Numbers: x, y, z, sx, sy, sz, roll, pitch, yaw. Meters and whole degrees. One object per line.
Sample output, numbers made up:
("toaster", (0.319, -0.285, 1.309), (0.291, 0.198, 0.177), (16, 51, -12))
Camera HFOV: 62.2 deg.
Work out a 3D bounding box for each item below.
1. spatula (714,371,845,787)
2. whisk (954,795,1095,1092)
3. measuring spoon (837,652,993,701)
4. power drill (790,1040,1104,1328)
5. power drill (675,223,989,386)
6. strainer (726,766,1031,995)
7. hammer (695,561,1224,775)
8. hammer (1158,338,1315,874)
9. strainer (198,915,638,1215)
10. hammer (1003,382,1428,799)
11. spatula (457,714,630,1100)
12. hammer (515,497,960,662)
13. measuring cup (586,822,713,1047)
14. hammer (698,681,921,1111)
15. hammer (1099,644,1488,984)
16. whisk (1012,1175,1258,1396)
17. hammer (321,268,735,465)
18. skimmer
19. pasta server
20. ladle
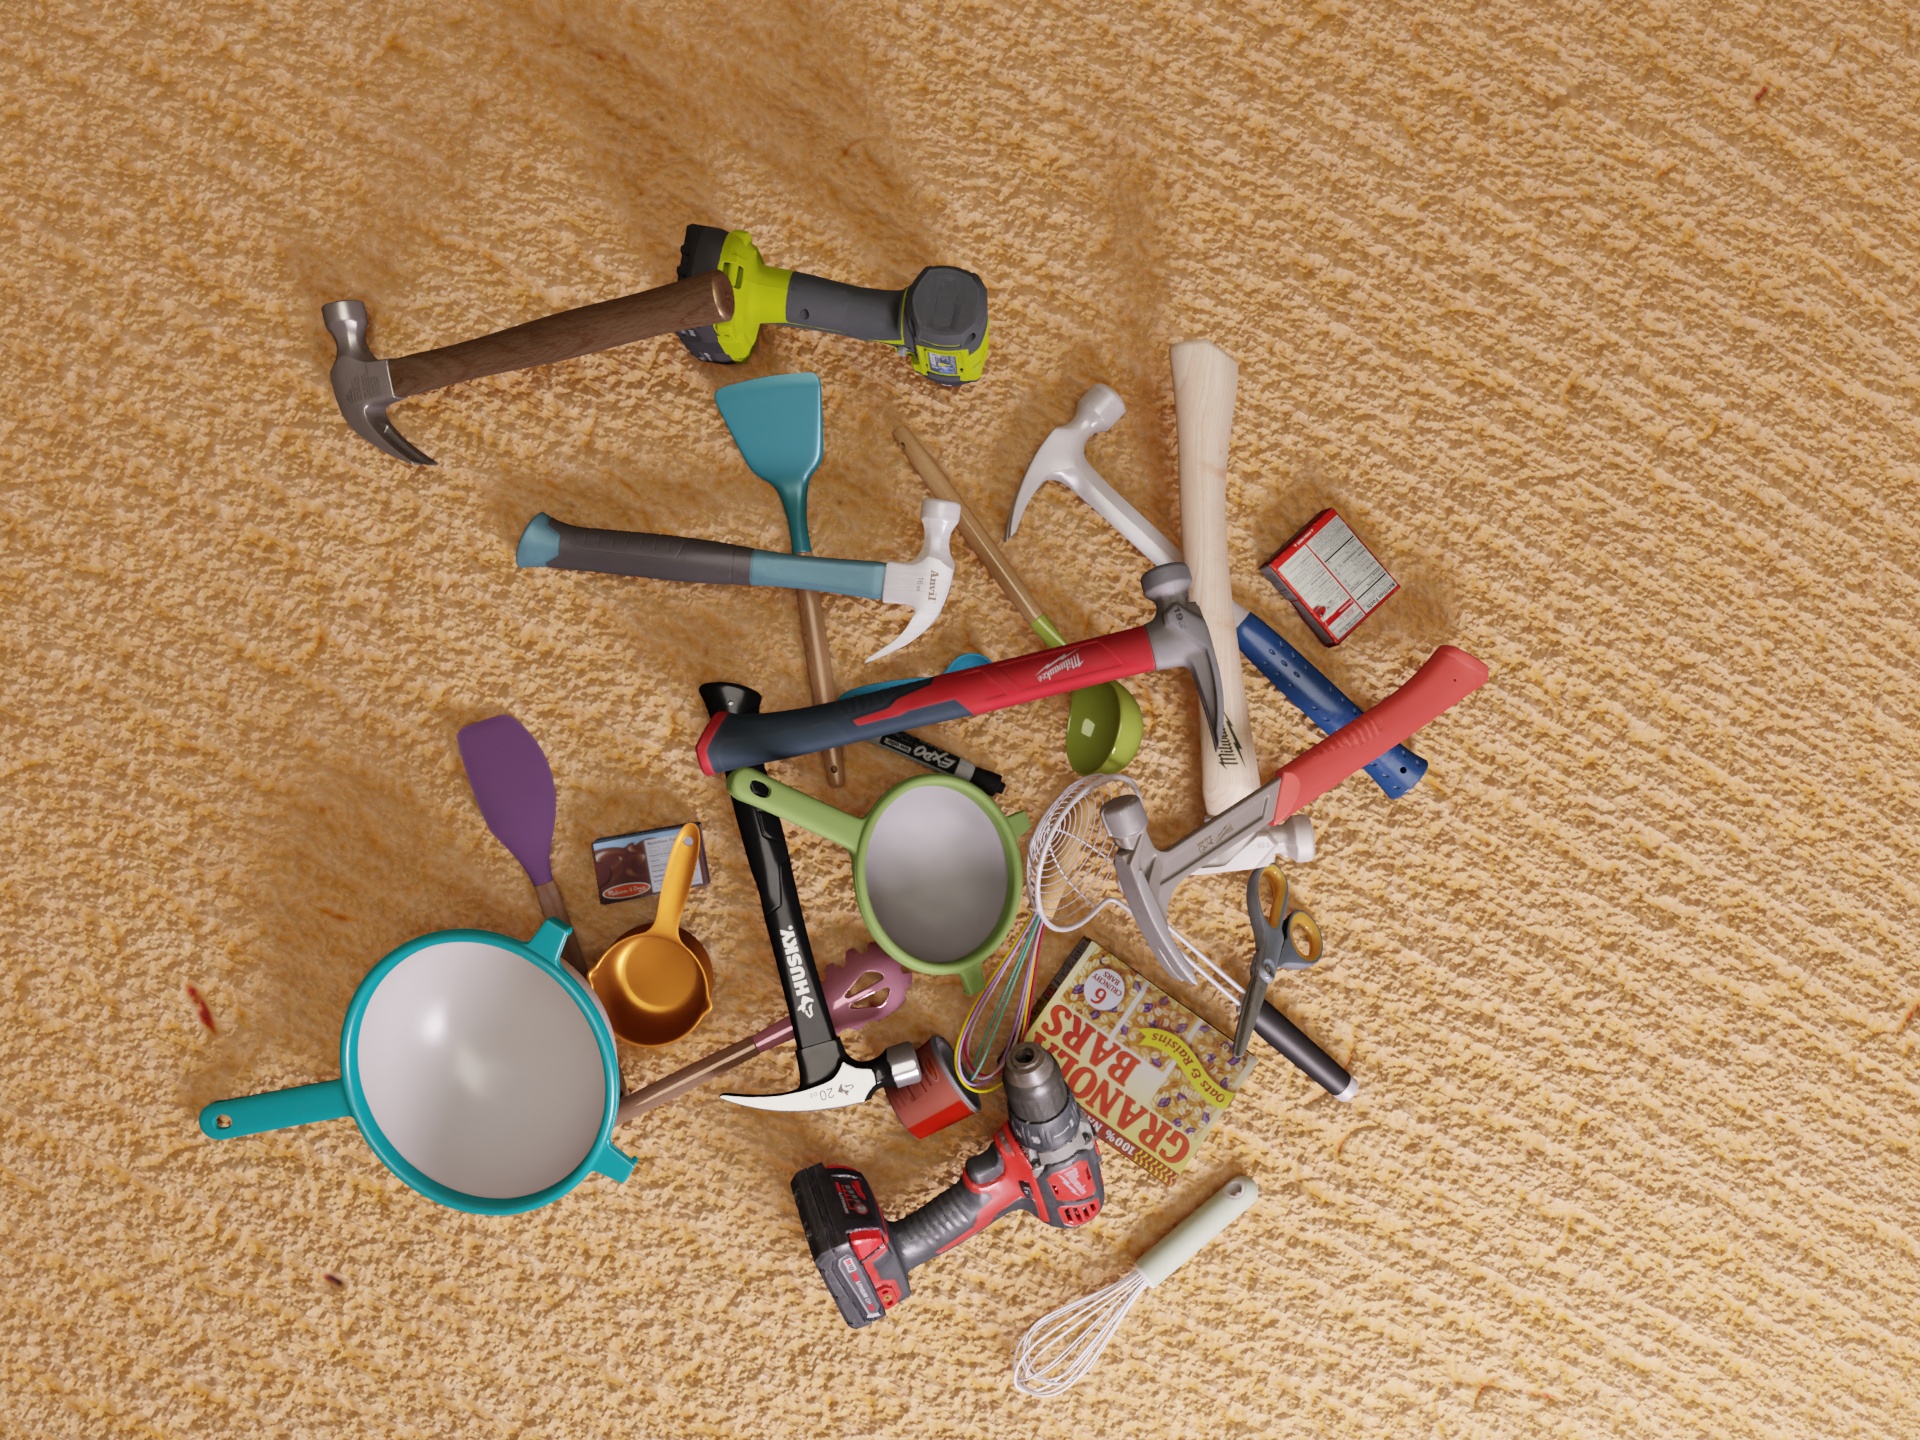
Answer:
("spatula", (-0.122, -0.104, 1.228), (0.082, 0.044, 0.317), (-9, 92, 3))
("whisk", (0.056, 0.172, 1.234), (0.047, 0.051, 0.245), (20, 74, 11))
("measuring spoon", (-0.033, -0.025, 1.254), (0.128, 0.021, 0.042), (-10, 91, 2))
("power drill", (-0.007, 0.339, 1.181), (0.226, 0.080, 0.187), (-22, 129, -7))
("power drill", (-0.090, -0.297, 1.182), (0.223, 0.171, 0.080), (10, 88, 2))
("strainer", (-0.072, 0.097, 1.190), (0.256, 0.069, 0.151), (27, 67, -26))
("hammer", (-0.002, -0.004, 1.172), (0.386, 0.038, 0.143), (-14, 76, 1))
("hammer", (0.185, -0.083, 1.228), (0.146, 0.038, 0.410), (-6, 99, 2))
("strainer", (-0.393, 0.256, 1.174), (0.340, 0.095, 0.211), (-13, 96, 14))
("hammer", (0.210, -0.081, 1.272), (0.405, 0.035, 0.144), (42, 84, -5))
("spatula", (-0.307, 0.147, 1.213), (0.060, 0.018, 0.316), (-19, 91, -19))
("hammer", (-0.170, -0.119, 1.202), (0.331, 0.033, 0.128), (6, 96, 2))
("measuring cup", (-0.219, 0.156, 1.196), (0.095, 0.052, 0.173), (15, 95, -2))
("hammer", (-0.144, 0.130, 1.199), (0.146, 0.035, 0.335), (-15, 81, -8))
("hammer", (0.271, 0.050, 1.213), (0.359, 0.037, 0.149), (-30, 105, -22))
("whisk", (0.139, 0.443, 1.254), (0.246, 0.058, 0.059), (-37, 128, -9))
("hammer", (-0.312, -0.267, 1.143), (0.331, 0.031, 0.130), (-8, 96, 20))
("skimmer", (0.191, 0.182, 1.217), (0.363, 0.090, 0.127), (41, 73, -13))
("pasta server", (-0.181, 0.258, 1.214), (0.316, 0.040, 0.060), (-26, 92, -7))
("ladle", (0.036, -0.095, 1.233), (0.062, 0.078, 0.320), (-32, 84, -40))
